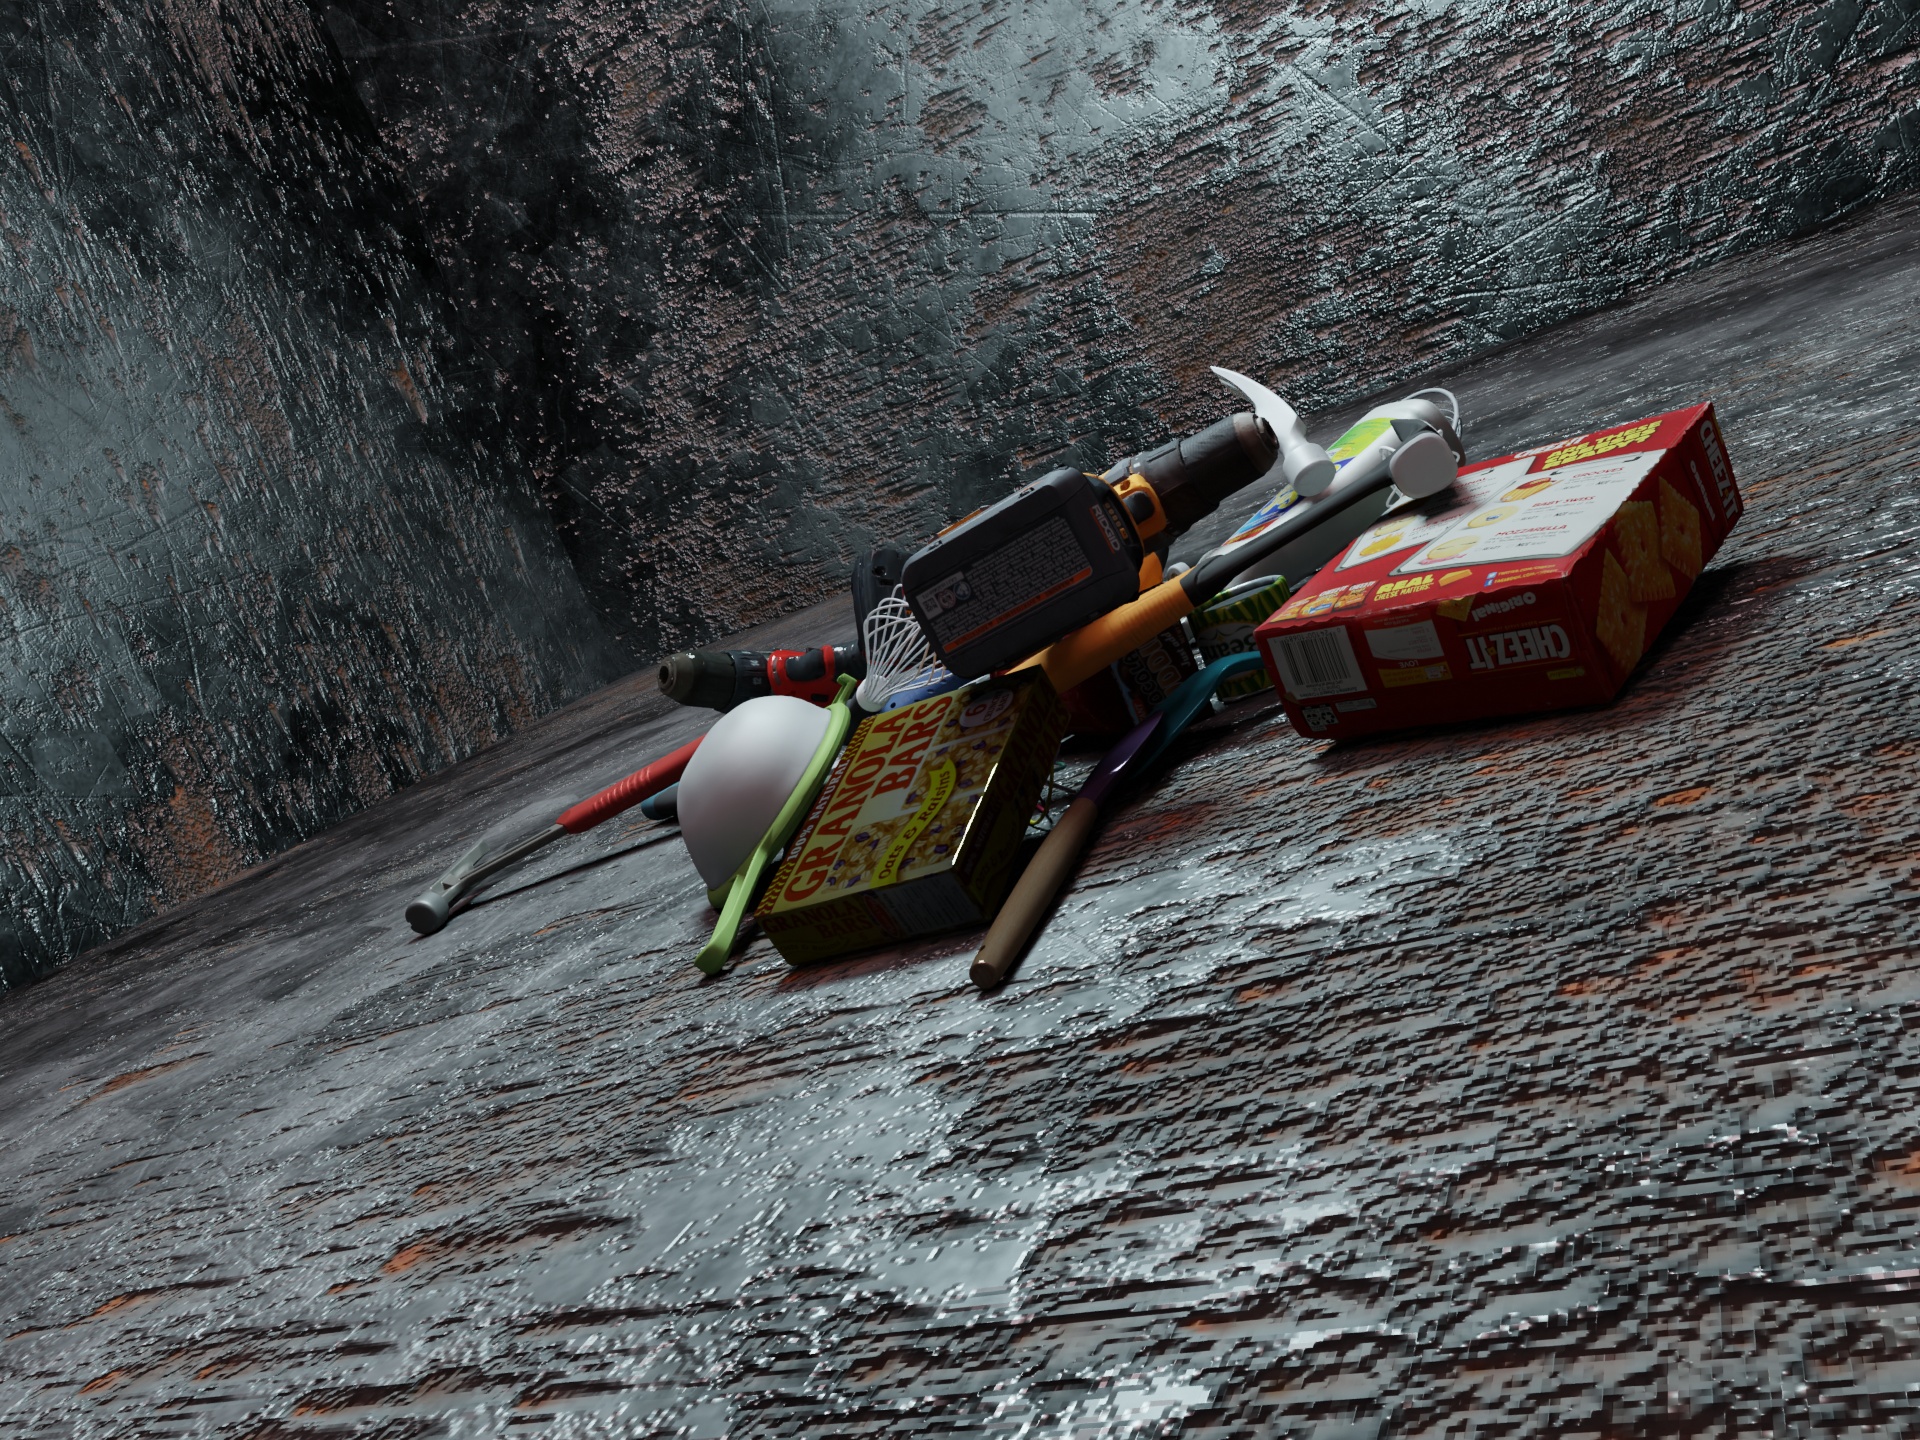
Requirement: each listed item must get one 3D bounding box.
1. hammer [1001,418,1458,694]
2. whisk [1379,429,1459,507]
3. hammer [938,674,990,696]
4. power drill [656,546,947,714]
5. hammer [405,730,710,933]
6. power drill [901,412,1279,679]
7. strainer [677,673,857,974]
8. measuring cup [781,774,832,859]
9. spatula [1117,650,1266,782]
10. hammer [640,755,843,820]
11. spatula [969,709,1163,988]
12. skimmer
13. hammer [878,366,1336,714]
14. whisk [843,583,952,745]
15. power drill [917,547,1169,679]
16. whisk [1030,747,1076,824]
[{"bbox_3d":[0.120,-0.070,0.906,0.337,0.034,0.127,-30,7,16],"label":"hammer"},{"bbox_3d":[0.316,-0.151,1.103,0.059,0.058,0.246,-62,-16,3],"label":"whisk"},{"bbox_3d":[-0.002,-0.003,1.087,0.146,0.035,0.335,-25,2,18],"label":"hammer"},{"bbox_3d":[-0.101,-0.051,1.200,0.187,0.080,0.226,6,-21,-40],"label":"power drill"},{"bbox_3d":[-0.306,0.073,1.358,0.359,0.036,0.149,-28,12,17],"label":"hammer"},{"bbox_3d":[0.082,-0.110,0.907,0.185,0.084,0.226,-27,4,26],"label":"power drill"},{"bbox_3d":[-0.141,0.061,0.951,0.151,0.069,0.256,-50,12,23],"label":"strainer"},{"bbox_3d":[-0.083,0.064,1.015,0.083,0.038,0.167,-23,7,-4],"label":"measuring cup"},{"bbox_3d":[0.230,-0.038,0.918,0.317,0.044,0.082,-18,8,-1],"label":"spatula"},{"bbox_3d":[-0.174,0.057,1.296,0.128,0.033,0.331,-28,10,-35],"label":"hammer"},{"bbox_3d":[0.057,0.053,0.791,0.059,0.018,0.316,-44,1,26],"label":"spatula"},{"bbox_3d":[0.311,-0.208,1.417,0.363,0.090,0.127,-24,9,-31],"label":"skimmer"},{"bbox_3d":[0.095,-0.118,1.254,0.405,0.035,0.144,-37,50,17],"label":"hammer"},{"bbox_3d":[-0.050,-0.027,1.071,0.070,0.070,0.284,-26,-7,-21],"label":"whisk"},{"bbox_3d":[0.076,-0.106,1.387,0.226,0.084,0.164,-12,32,41],"label":"power drill"},{"bbox_3d":[0.020,0.033,0.967,0.051,0.047,0.245,-26,5,-11],"label":"whisk"}]
